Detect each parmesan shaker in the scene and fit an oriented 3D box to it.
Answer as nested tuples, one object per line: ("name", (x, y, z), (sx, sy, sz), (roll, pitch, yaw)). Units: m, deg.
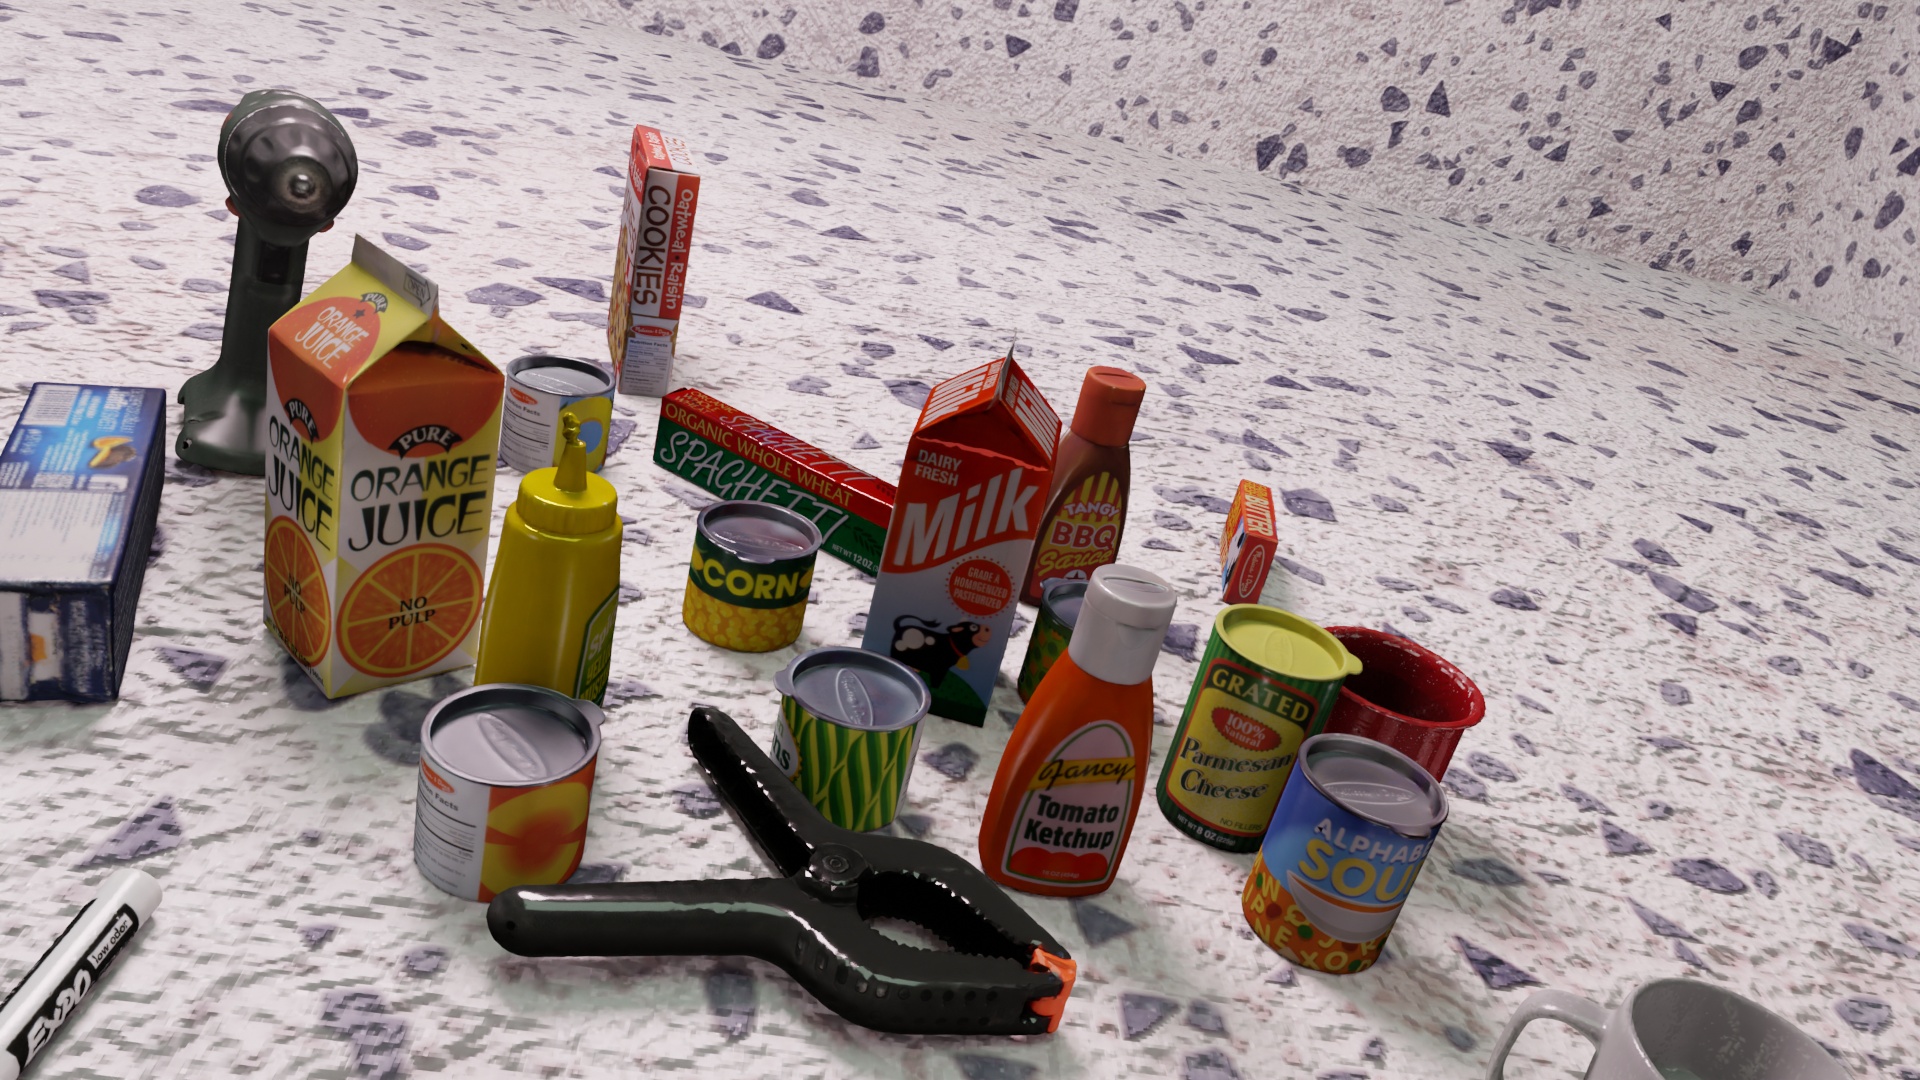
("parmesan shaker", (0.143, 0.092, 0.673), (0.071, 0.102, 0.071), (12, 25, -6))

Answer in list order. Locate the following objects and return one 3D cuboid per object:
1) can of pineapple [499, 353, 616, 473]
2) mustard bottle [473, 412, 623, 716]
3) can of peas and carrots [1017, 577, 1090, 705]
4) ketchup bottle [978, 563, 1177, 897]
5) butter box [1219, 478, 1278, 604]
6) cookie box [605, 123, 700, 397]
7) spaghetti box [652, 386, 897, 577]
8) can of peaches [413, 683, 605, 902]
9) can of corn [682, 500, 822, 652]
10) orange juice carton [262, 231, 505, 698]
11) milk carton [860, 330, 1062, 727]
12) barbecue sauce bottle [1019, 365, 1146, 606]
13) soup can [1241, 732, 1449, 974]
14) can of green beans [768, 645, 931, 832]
("can of pineapple", (-0.251, -0.078, 0.870), (0.071, 0.057, 0.071), (12, 25, -6))
("mustard bottle", (-0.170, 0.022, 0.583), (0.049, 0.159, 0.065), (15, 25, 1))
("can of peas and carrots", (0.067, 0.061, 0.750), (0.071, 0.058, 0.071), (12, 25, -6))
("ketchup bottle", (0.054, 0.082, 0.593), (0.065, 0.148, 0.044), (9, 25, -12))
("butter box", (0.197, 0.001, 0.953), (0.024, 0.053, 0.104), (16, 25, 3))
("cookie box", (-0.228, -0.206, 1.019), (0.040, 0.166, 0.123), (5, 26, -21))
("spaghetti box", (-0.090, -0.027, 0.859), (0.250, 0.050, 0.029), (26, 27, 23))
("can of peaches", (-0.176, 0.098, 0.544), (0.071, 0.057, 0.071), (12, 25, -6))
("can of corn", (-0.112, 0.020, 0.740), (0.071, 0.058, 0.071), (12, 25, -6))
("orange juice carton", (-0.256, -0.034, 0.615), (0.072, 0.191, 0.073), (32, 30, 34))
("milk carton", (0.003, -0.009, 0.705), (0.073, 0.189, 0.072), (15, 25, 1))
("barbecue sauce bottle", (0.074, -0.031, 0.840), (0.065, 0.147, 0.044), (4, 27, -22))
("soup can", (0.169, 0.139, 0.612), (0.071, 0.083, 0.071), (12, 25, -6))
("can of green beans", (-0.052, 0.089, 0.628), (0.071, 0.057, 0.071), (12, 25, -6))
